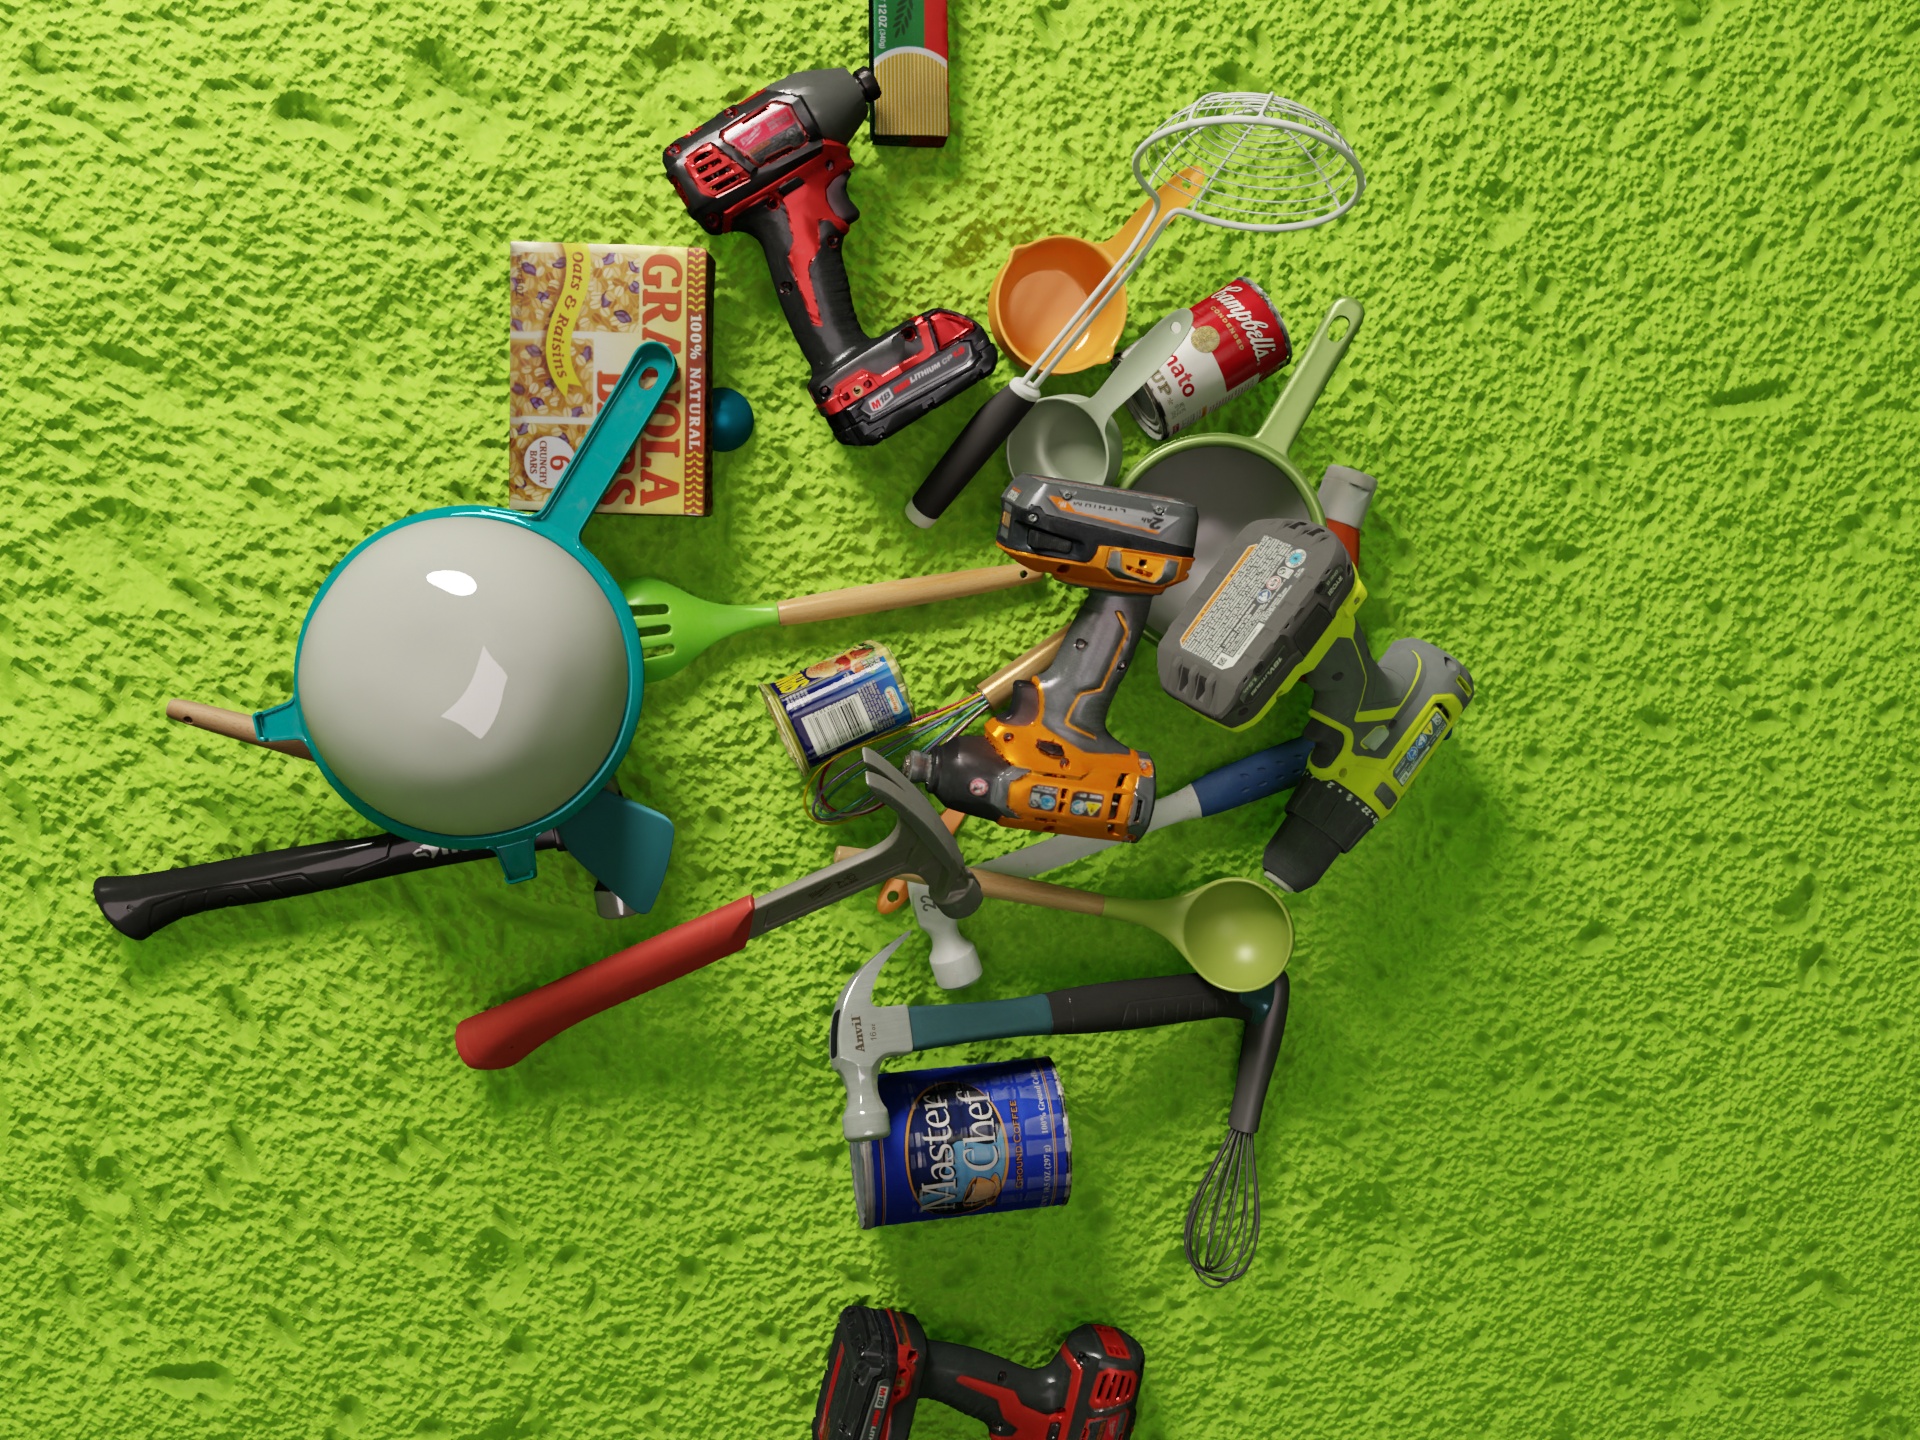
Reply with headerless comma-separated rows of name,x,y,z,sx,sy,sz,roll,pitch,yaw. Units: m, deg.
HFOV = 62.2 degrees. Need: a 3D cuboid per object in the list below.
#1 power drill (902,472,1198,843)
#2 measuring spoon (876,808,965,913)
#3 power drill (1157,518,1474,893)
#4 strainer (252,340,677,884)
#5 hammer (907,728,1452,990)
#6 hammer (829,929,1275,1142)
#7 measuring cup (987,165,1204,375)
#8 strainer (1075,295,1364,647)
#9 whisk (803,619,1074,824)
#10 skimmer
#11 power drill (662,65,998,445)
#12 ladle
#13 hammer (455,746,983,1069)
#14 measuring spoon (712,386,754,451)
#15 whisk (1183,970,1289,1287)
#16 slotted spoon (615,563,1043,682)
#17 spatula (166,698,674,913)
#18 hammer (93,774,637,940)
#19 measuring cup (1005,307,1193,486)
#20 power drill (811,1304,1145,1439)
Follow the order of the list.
power drill,0.057,-0.038,1.015,0.164,0.084,0.226,7,103,-11
measuring spoon,-0.020,0.088,1.106,0.021,0.011,0.117,37,90,-12
power drill,0.225,-0.004,1.025,0.190,0.080,0.228,-53,132,-4
strainer,-0.265,-0.083,0.934,0.211,0.095,0.340,30,88,-1
hammer,0.154,0.055,1.115,0.405,0.035,0.144,-20,108,-7
hammer,0.070,0.199,1.076,0.331,0.033,0.128,-2,70,-23
measuring cup,0.091,-0.301,1.051,0.173,0.052,0.095,-44,102,-3
strainer,0.194,-0.164,1.067,0.151,0.069,0.256,29,100,1
whisk,-0.002,-0.005,1.082,0.245,0.051,0.047,-34,97,-7
skimmer,0.083,-0.225,0.955,0.127,0.090,0.363,15,132,-37
power drill,-0.073,-0.295,1.004,0.143,0.079,0.219,-33,104,-4
ladle,0.073,0.121,1.066,0.320,0.062,0.078,12,91,-13
hammer,-0.173,0.138,1.016,0.359,0.037,0.149,-24,134,12
measuring spoon,-0.197,-0.185,1.032,0.128,0.021,0.042,-16,100,-8
whisk,0.207,0.296,1.159,0.055,0.055,0.239,11,92,-11
slotted spoon,-0.097,-0.078,1.064,0.313,0.031,0.070,-10,99,-10
spatula,-0.336,0.041,0.994,0.317,0.044,0.082,16,124,-10
hammer,-0.384,0.084,1.034,0.334,0.035,0.146,-10,100,-8
measuring cup,0.098,-0.206,1.032,0.083,0.038,0.167,50,123,7
power drill,0.011,0.520,1.144,0.226,0.080,0.188,13,96,-14
